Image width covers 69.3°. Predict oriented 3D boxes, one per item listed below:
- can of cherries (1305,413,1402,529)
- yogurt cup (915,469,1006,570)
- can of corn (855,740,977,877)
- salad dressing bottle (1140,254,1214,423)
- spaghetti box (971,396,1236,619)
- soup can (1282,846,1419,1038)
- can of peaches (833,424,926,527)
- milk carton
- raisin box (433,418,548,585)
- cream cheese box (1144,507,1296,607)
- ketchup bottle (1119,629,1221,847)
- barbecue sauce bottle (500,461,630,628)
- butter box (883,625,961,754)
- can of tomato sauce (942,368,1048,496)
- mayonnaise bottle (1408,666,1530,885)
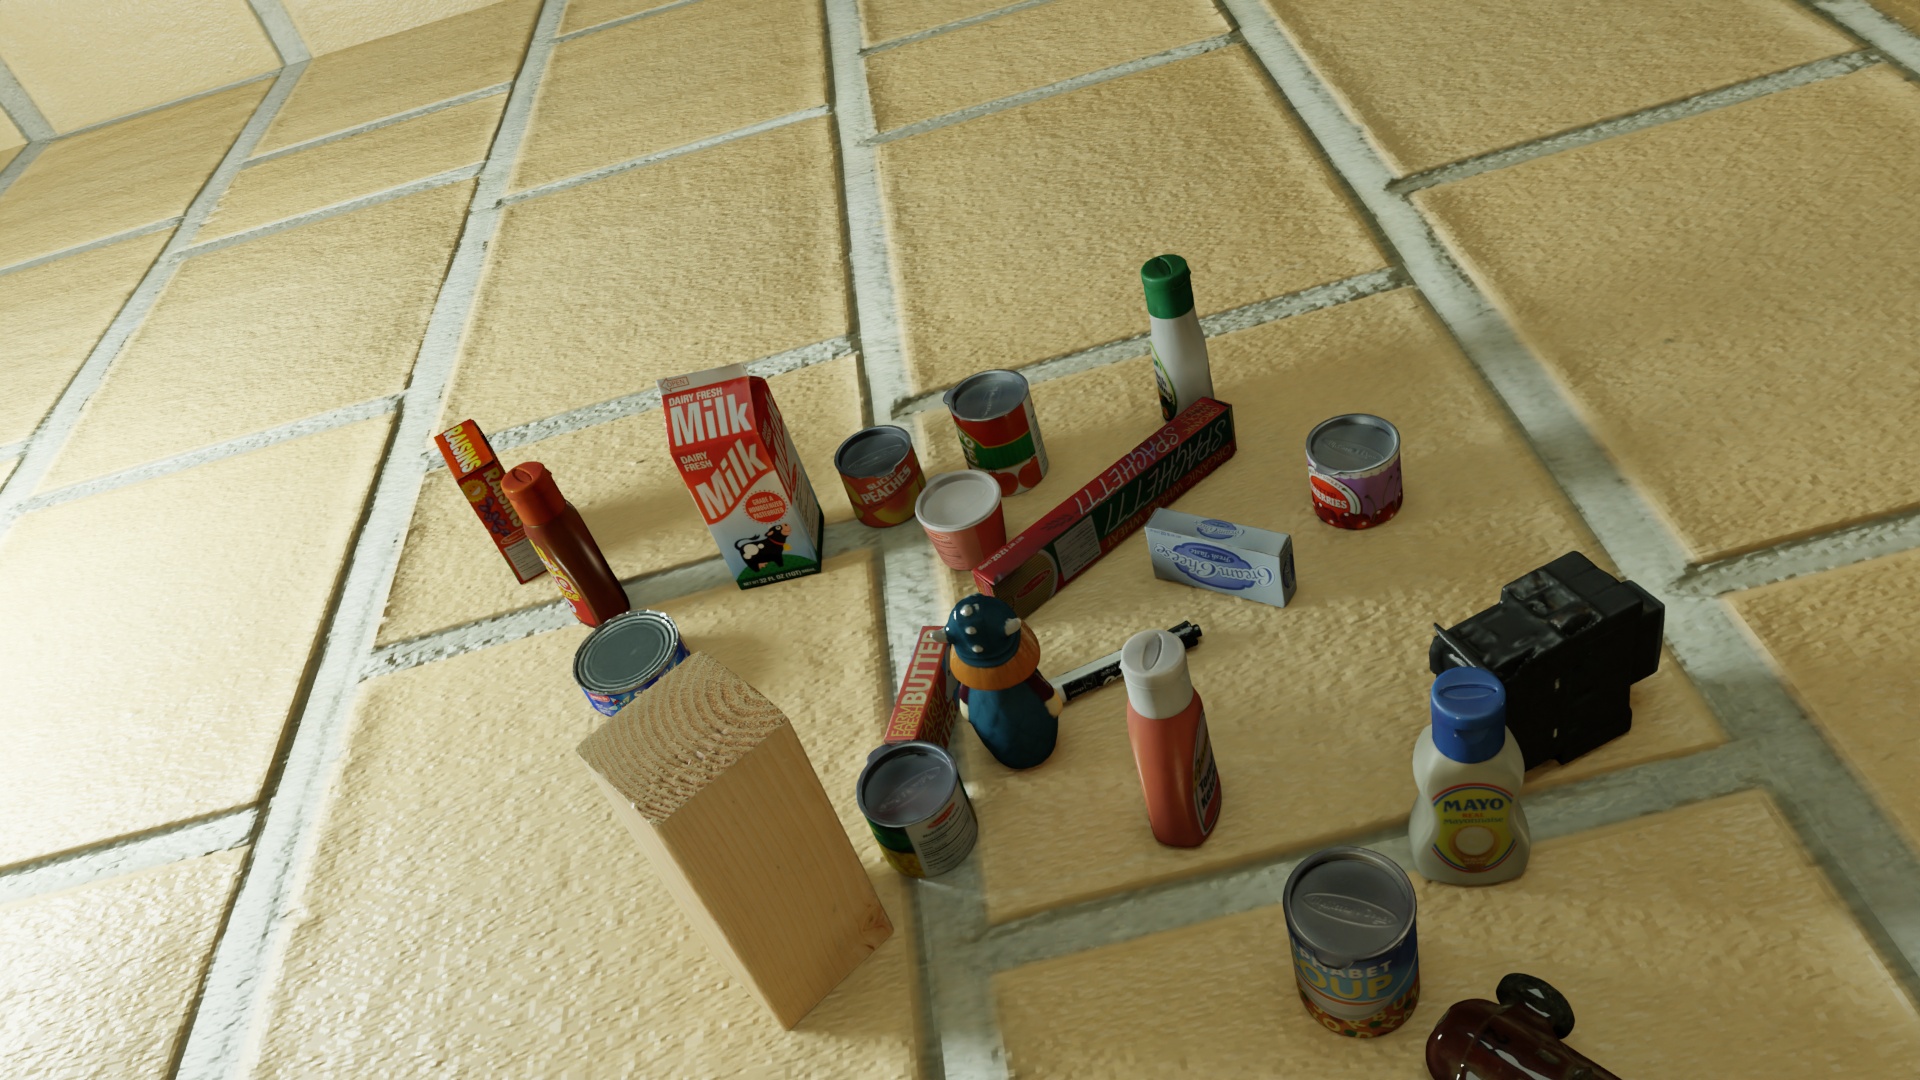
[{"bbox_3d":[0.286,-0.049,1.015,0.071,0.058,0.072,-10,41,9],"label":"can of cherries"},{"bbox_3d":[0.004,-0.014,1.082,0.072,0.053,0.073,-10,41,9],"label":"yogurt cup"},{"bbox_3d":[-0.028,0.170,0.886,0.071,0.058,0.071,-10,41,9],"label":"can of corn"},{"bbox_3d":[0.173,-0.157,1.109,0.044,0.147,0.064,-17,40,2],"label":"salad dressing bottle"},{"bbox_3d":[0.115,-0.024,1.057,0.251,0.050,0.029,-37,44,-20],"label":"spaghetti box"},{"bbox_3d":[0.206,0.215,0.731,0.071,0.083,0.072,-10,41,9],"label":"soup can"},{"bbox_3d":[-0.064,-0.051,1.146,0.071,0.057,0.071,-10,41,9],"label":"can of peaches"},{"bbox_3d":[-0.171,-0.057,1.091,0.072,0.189,0.074,-12,41,8],"label":"milk carton"},{"bbox_3d":[-0.401,-0.034,1.200,0.040,0.122,0.086,-30,42,-13],"label":"raisin box"},{"bbox_3d":[0.185,0.012,0.988,0.104,0.053,0.024,14,50,32],"label":"cream cheese box"},{"bbox_3d":[0.124,0.115,0.822,0.043,0.148,0.065,2,44,22],"label":"ketchup bottle"},{"bbox_3d":[-0.316,0.003,1.109,0.044,0.147,0.065,-39,44,-22],"label":"barbecue sauce bottle"},{"bbox_3d":[-0.022,0.113,0.952,0.024,0.053,0.104,-1,43,19],"label":"butter box"},{"bbox_3d":[0.030,-0.087,1.132,0.071,0.082,0.071,-10,41,9],"label":"can of tomato sauce"},{"bbox_3d":[0.275,0.130,0.751,0.065,0.147,0.041,-6,42,15],"label":"mayonnaise bottle"}]
